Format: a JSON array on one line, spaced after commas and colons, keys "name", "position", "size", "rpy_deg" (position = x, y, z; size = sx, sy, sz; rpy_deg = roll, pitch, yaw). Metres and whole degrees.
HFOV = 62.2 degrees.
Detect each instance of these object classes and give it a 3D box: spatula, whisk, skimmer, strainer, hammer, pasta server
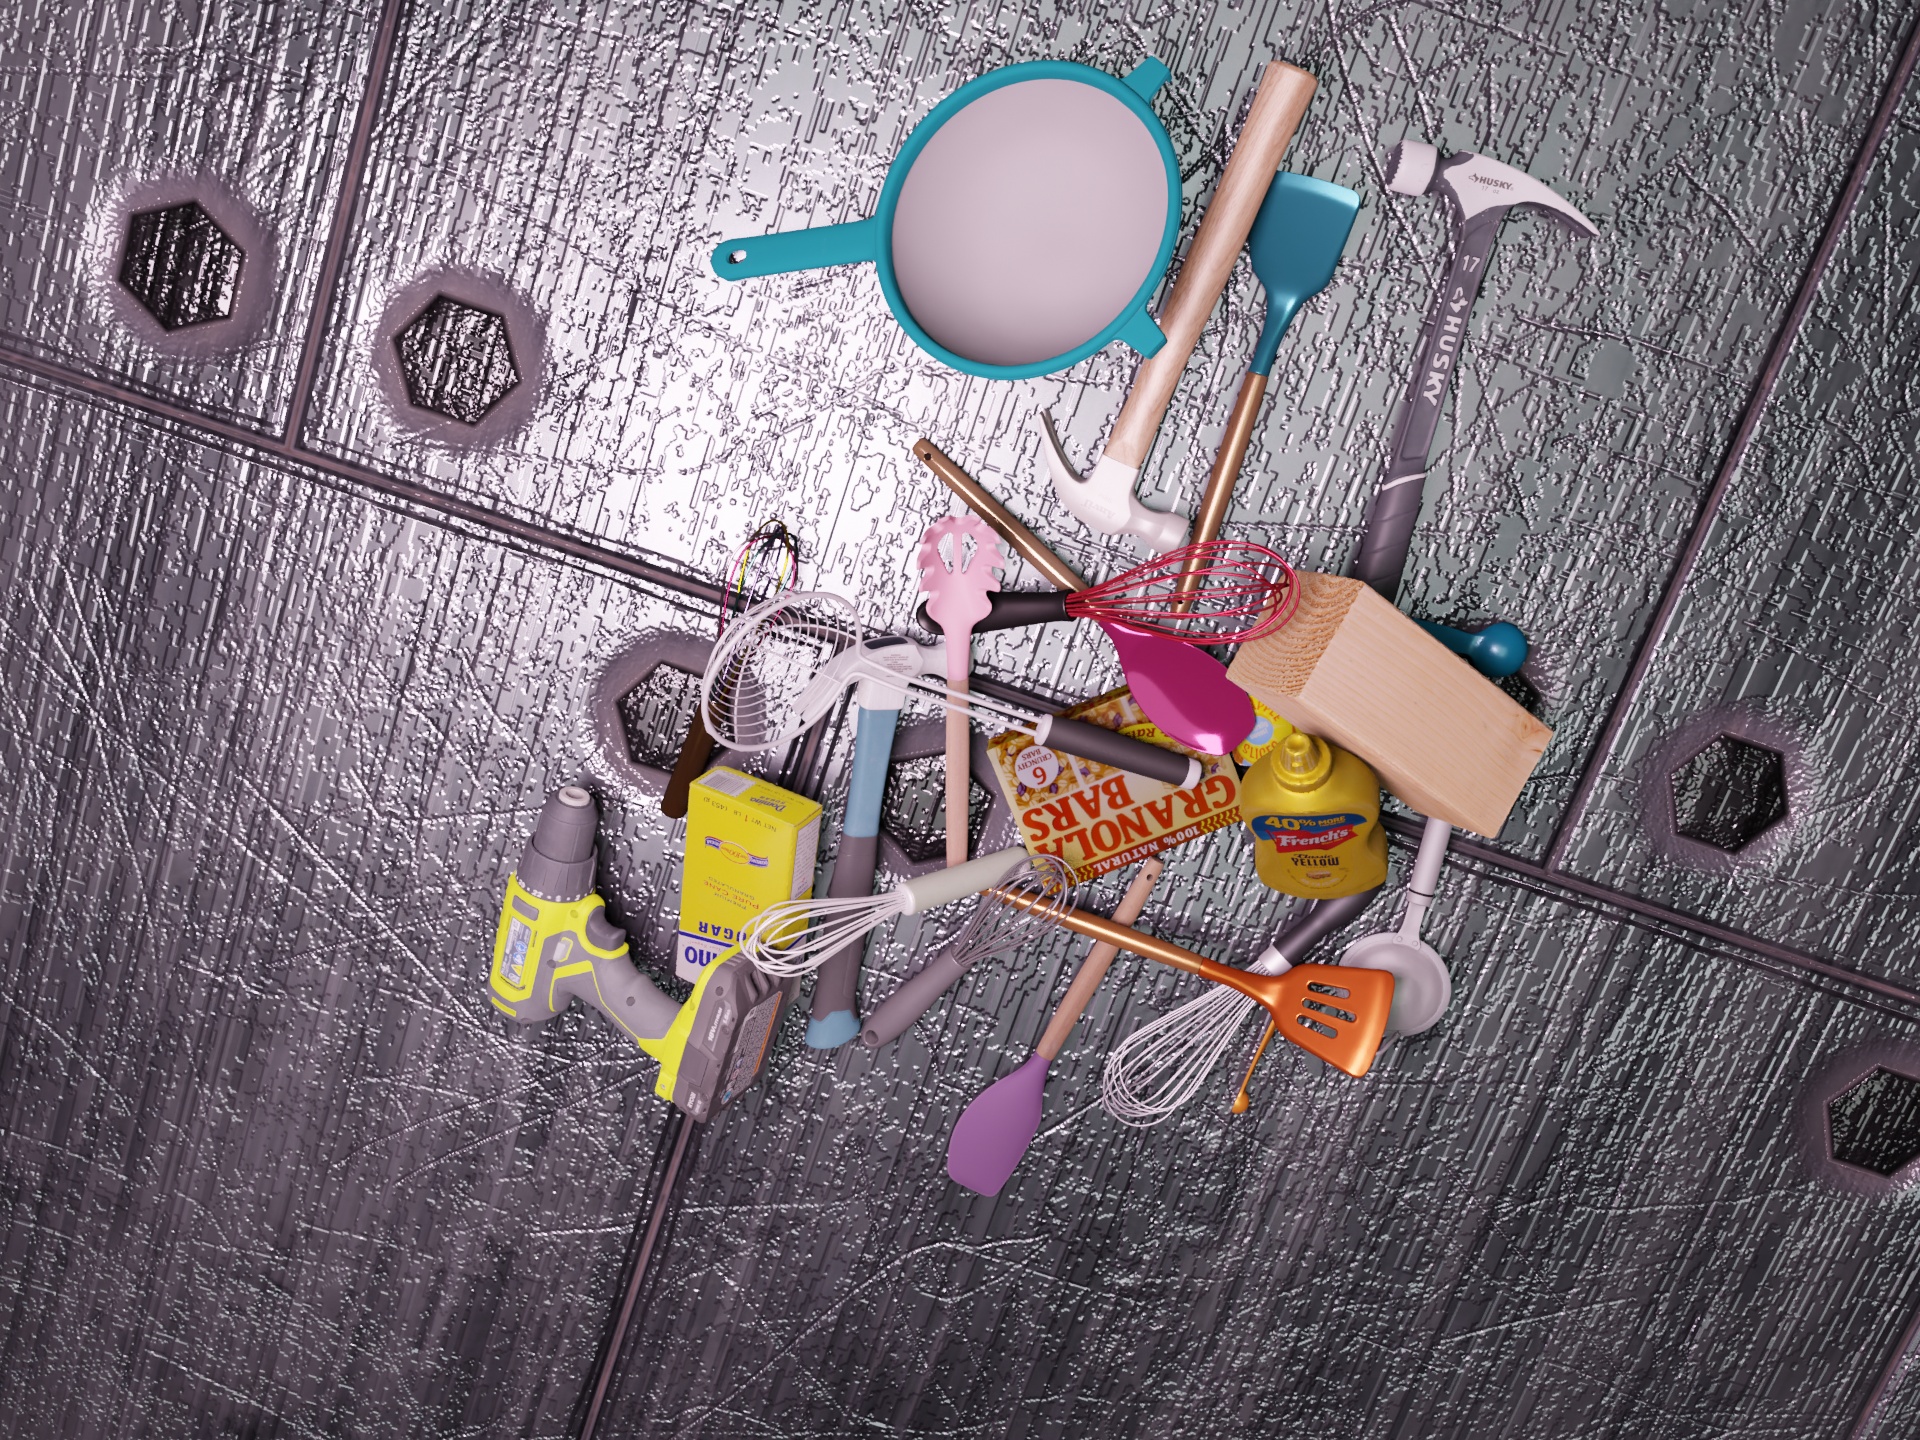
[{"name": "spatula", "position": [0.157, 0.173, 1.188], "size": [0.322, 0.041, 0.081], "rpy_deg": [19, 81, 11]}, {"name": "whisk", "position": [0.094, -0.082, 1.105], "size": [0.296, 0.073, 0.073], "rpy_deg": [-2, 105, 32]}, {"name": "skimmer", "position": [0.003, 0.004, 1.093], "size": [0.363, 0.090, 0.127], "rpy_deg": [17, 118, -13]}, {"name": "whisk", "position": [-0.175, -0.037, 1.186], "size": [0.047, 0.051, 0.245], "rpy_deg": [29, 107, 16]}, {"name": "whisk", "position": [0.218, 0.208, 1.222], "size": [0.284, 0.070, 0.070], "rpy_deg": [-43, 99, 5]}, {"name": "strainer", "position": [0.346, 0.142, 1.210], "size": [0.087, 0.050, 0.258], "rpy_deg": [15, 100, 13]}, {"name": "spatula", "position": [0.198, -0.222, 1.128], "size": [0.082, 0.044, 0.317], "rpy_deg": [22, 106, 21]}, {"name": "hammer", "position": [-0.076, 0.097, 1.198], "size": [0.128, 0.033, 0.331], "rpy_deg": [0, 110, -28]}, {"name": "pasta server", "position": [-0.002, -0.004, 1.154], "size": [0.060, 0.040, 0.316], "rpy_deg": [-1, 116, -3]}, {"name": "hammer", "position": [0.328, -0.190, 1.137], "size": [0.149, 0.036, 0.409], "rpy_deg": [13, 103, -2]}, {"name": "hammer", "position": [0.156, -0.286, 1.098], "size": [0.130, 0.031, 0.331], "rpy_deg": [25, 109, 5]}, {"name": "whisk", "position": [0.002, 0.182, 1.204], "size": [0.055, 0.055, 0.239], "rpy_deg": [42, 117, -8]}, {"name": "whisk", "position": [-0.048, 0.132, 1.157], "size": [0.246, 0.059, 0.057], "rpy_deg": [-15, 131, -32]}, {"name": "strainer", "position": [-0.004, -0.322, 1.094], "size": [0.340, 0.095, 0.211], "rpy_deg": [0, 86, 23]}, {"name": "spatula", "position": [0.076, 0.241, 1.249], "size": [0.059, 0.018, 0.316], "rpy_deg": [28, 103, -4]}]

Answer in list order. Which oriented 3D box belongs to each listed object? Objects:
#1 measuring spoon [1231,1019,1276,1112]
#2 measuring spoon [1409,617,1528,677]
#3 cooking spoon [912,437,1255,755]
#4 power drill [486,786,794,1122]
[{"name": "measuring spoon", "position": [0.239, 0.259, 1.243], "size": [0.011, 0.021, 0.117], "rpy_deg": [26, 108, 18]}, {"name": "measuring spoon", "position": [0.359, -0.056, 1.154], "size": [0.128, 0.021, 0.042], "rpy_deg": [9, 108, -18]}, {"name": "cooking spoon", "position": [0.085, -0.093, 1.147], "size": [0.319, 0.017, 0.068], "rpy_deg": [43, 116, 2]}, {"name": "power drill", "position": [-0.241, 0.171, 1.169], "size": [0.229, 0.080, 0.190], "rpy_deg": [28, 115, 19]}]
